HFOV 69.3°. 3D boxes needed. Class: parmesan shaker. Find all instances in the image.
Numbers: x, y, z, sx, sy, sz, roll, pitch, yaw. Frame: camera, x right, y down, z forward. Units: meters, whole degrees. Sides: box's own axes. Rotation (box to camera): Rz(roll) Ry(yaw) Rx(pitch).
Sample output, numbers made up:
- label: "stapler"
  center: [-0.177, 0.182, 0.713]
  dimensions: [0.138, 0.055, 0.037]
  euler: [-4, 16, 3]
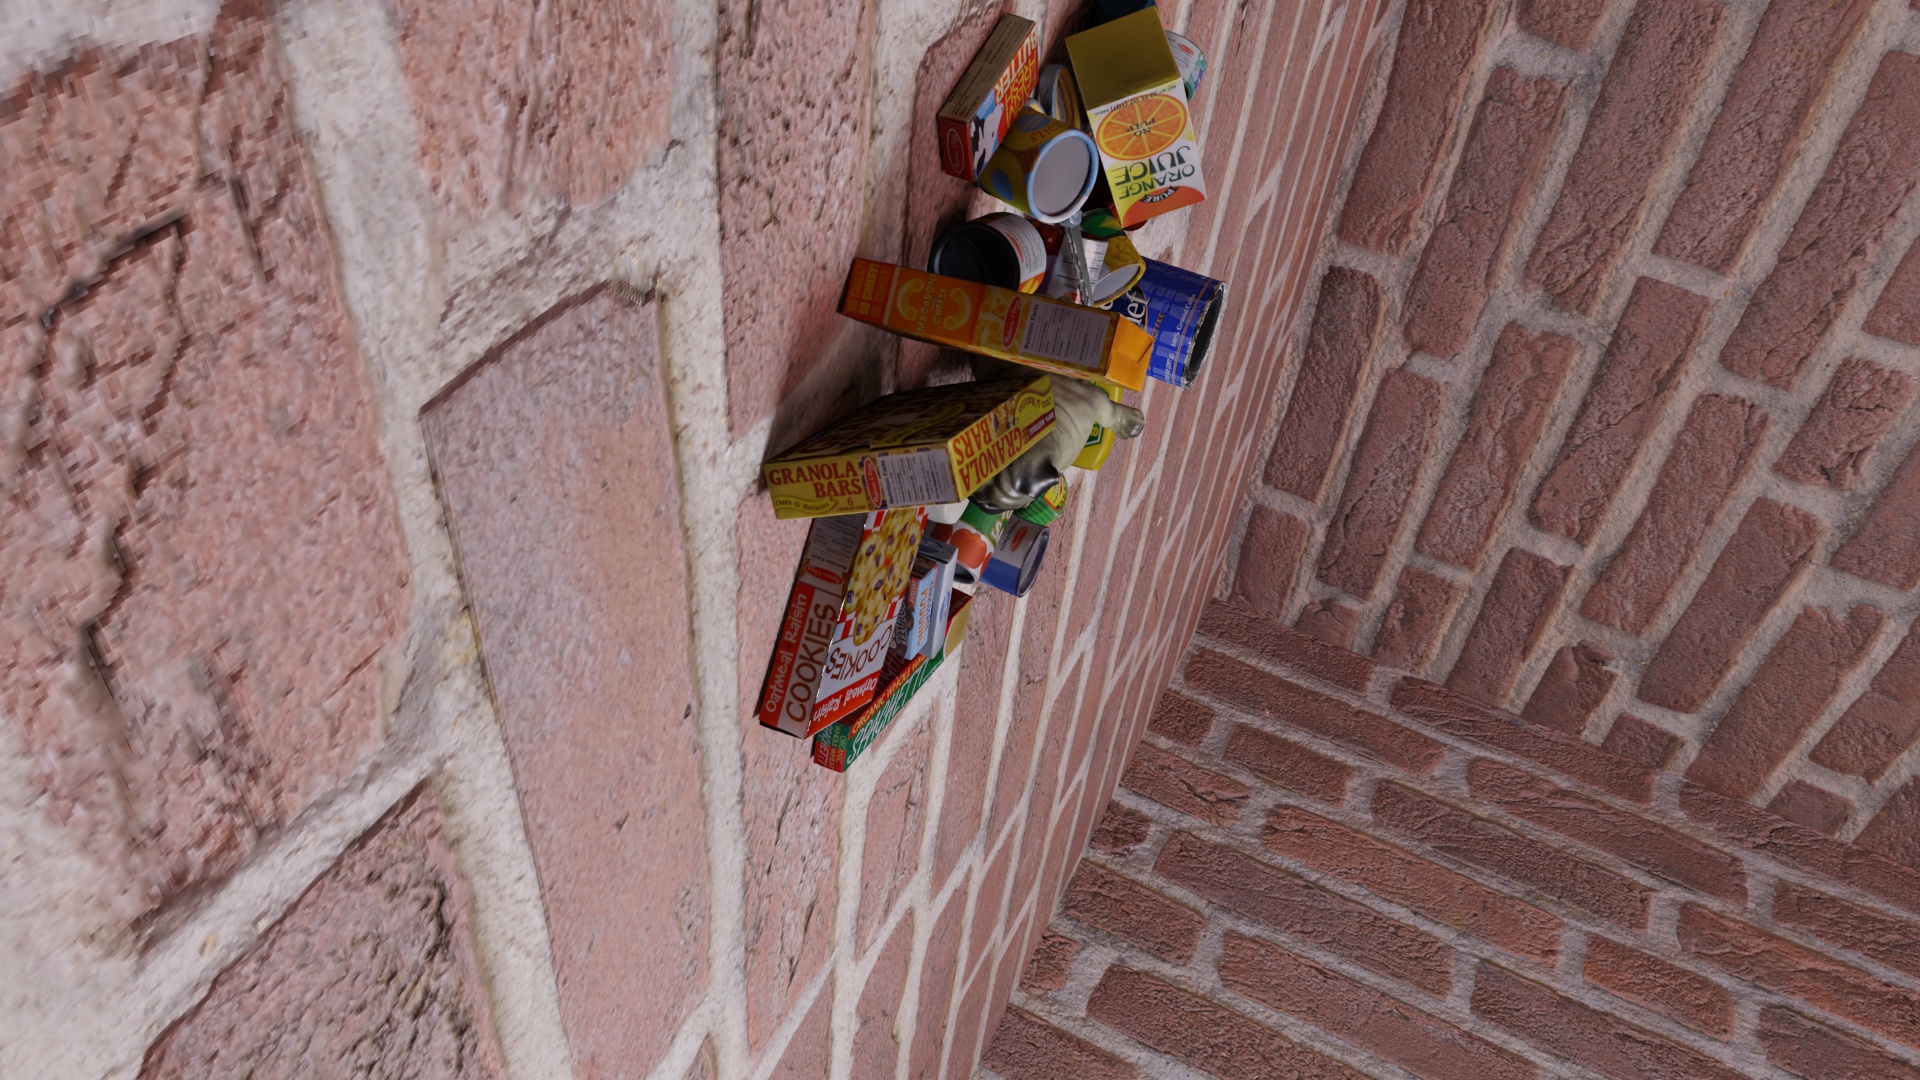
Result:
- label: "parmesan shaker"
  center: [0.058, -0.049, 1.265]
  dimensions: [0.071, 0.071, 0.103]
  euler: [-68, 165, -2]

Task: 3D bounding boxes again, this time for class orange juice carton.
- label: "orange juice carton"
  center: [0.142, -0.312, 1.078]
  dimensions: [0.192, 0.072, 0.073]
  euler: [53, 22, -63]

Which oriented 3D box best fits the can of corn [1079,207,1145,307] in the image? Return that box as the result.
- label: "can of corn"
  center: [0.117, -0.239, 1.178]
  dimensions: [0.071, 0.058, 0.071]
  euler: [-28, 166, -8]

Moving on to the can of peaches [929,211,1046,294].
- label: "can of peaches"
  center: [0.018, -0.190, 0.958]
  dimensions: [0.058, 0.071, 0.071]
  euler: [-42, 149, -59]

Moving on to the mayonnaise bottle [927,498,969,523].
- label: "mayonnaise bottle"
  center: [-0.021, -0.065, 1.034]
  dimensions: [0.147, 0.041, 0.065]
  euler: [64, 42, -68]

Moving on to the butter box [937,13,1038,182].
- label: "butter box"
  center: [0.020, -0.289, 0.904]
  dimensions: [0.104, 0.024, 0.053]
  euler: [-61, 162, -25]

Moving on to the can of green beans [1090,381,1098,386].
- label: "can of green beans"
  center: [0.091, -0.144, 1.259]
  dimensions: [0.071, 0.071, 0.058]
  euler: [34, 78, -74]

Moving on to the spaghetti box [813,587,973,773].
- label: "spaghetti box"
  center: [-0.053, 0.113, 1.183]
  dimensions: [0.251, 0.029, 0.050]
  euler: [-44, 150, -57]

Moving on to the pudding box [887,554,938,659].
- label: "pudding box"
  center: [-0.048, 0.046, 1.071]
  dimensions: [0.030, 0.050, 0.083]
  euler: [-48, 155, -48]

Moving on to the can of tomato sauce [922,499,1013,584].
- label: "can of tomato sauce"
  center: [0.004, -0.014, 1.129]
  dimensions: [0.083, 0.071, 0.071]
  euler: [-63, 164, -17]

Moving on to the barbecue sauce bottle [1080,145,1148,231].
- label: "barbecue sauce bottle"
  center: [0.141, -0.310, 1.251]
  dimensions: [0.064, 0.044, 0.149]
  euler: [-69, 165, 7]

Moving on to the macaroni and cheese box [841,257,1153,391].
- label: "macaroni and cheese box"
  center: [0.027, -0.133, 0.864]
  dimensions: [0.124, 0.166, 0.040]
  euler: [-4, 109, -73]

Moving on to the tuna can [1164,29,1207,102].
- label: "tuna can"
  center: [0.176, -0.407, 1.200]
  dimensions: [0.033, 0.071, 0.071]
  euler: [-66, 164, -7]

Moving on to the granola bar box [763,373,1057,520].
- label: "granola bar box"
  center: [-0.026, -0.061, 0.860]
  dimensions: [0.166, 0.124, 0.039]
  euler: [-41, 122, -60]

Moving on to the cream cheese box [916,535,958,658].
- label: "cream cheese box"
  center: [-0.036, 0.042, 1.102]
  dimensions: [0.024, 0.053, 0.103]
  euler: [-53, 159, -49]

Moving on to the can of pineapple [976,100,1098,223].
- label: "can of pineapple"
  center: [0.052, -0.259, 0.948]
  dimensions: [0.071, 0.058, 0.070]
  euler: [-27, 136, -30]

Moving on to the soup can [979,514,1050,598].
- label: "soup can"
  center: [0.027, 0.006, 1.206]
  dimensions: [0.072, 0.084, 0.071]
  euler: [-58, 162, -32]

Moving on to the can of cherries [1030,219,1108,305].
- label: "can of cherries"
  center: [0.078, -0.223, 1.121]
  dimensions: [0.072, 0.071, 0.058]
  euler: [-32, 140, -65]

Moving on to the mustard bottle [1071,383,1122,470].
- label: "mustard bottle"
  center: [0.134, -0.153, 1.408]
  dimensions: [0.049, 0.065, 0.159]
  euler: [-31, 134, -74]

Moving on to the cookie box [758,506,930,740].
- label: "cookie box"
  center: [-0.080, 0.046, 0.982]
  dimensions: [0.123, 0.040, 0.167]
  euler: [-19, 127, -70]
